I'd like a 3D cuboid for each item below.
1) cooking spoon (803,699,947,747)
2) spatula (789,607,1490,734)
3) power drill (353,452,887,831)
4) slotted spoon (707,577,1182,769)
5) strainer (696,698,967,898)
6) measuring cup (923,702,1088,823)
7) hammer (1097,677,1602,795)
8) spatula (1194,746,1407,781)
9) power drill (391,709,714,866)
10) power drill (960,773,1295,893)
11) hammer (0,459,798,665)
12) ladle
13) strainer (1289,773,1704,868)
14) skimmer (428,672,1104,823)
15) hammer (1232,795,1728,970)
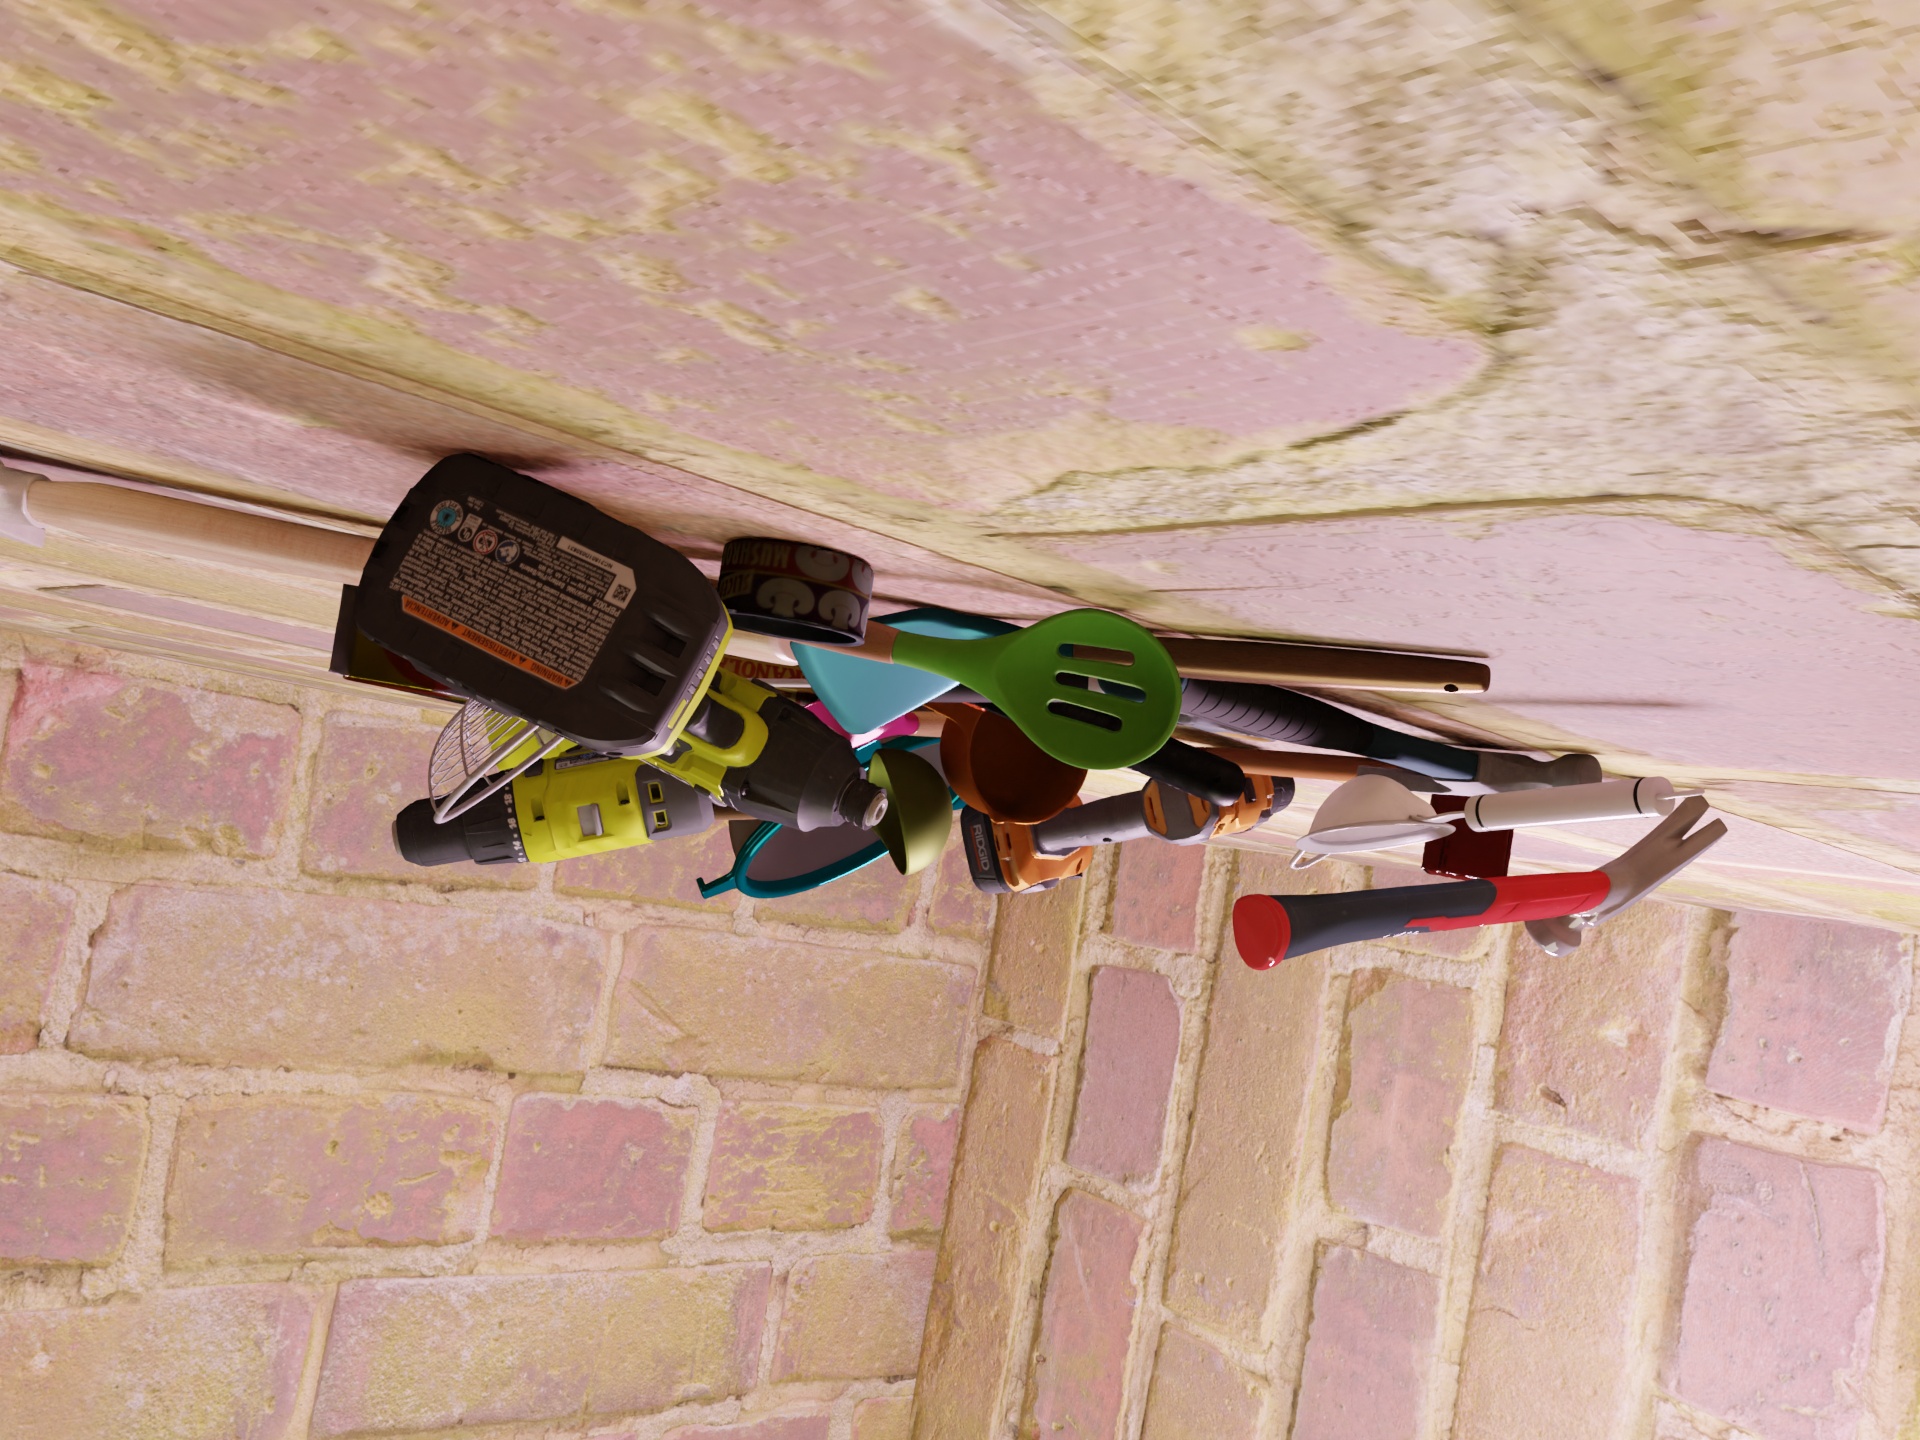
[{"bbox_3d":[-0.020,0.002,1.039,0.068,0.017,0.318,-34,162,25],"label":"cooking spoon"},{"bbox_3d":[0.076,-0.021,0.728,0.317,0.044,0.082,5,146,27],"label":"spatula"},{"bbox_3d":[-0.127,-0.015,0.656,0.171,0.080,0.223,25,172,17],"label":"power drill"},{"bbox_3d":[-0.052,-0.042,0.720,0.314,0.070,0.031,14,-169,13],"label":"slotted spoon"},{"bbox_3d":[-0.055,0.034,1.220,0.211,0.095,0.340,-42,160,28],"label":"strainer"},{"bbox_3d":[-0.002,-0.003,0.964,0.173,0.095,0.052,32,170,-25],"label":"measuring cup"},{"bbox_3d":[0.204,0.005,0.856,0.330,0.033,0.128,14,172,-39],"label":"hammer"},{"bbox_3d":[0.192,0.018,1.088,0.322,0.041,0.081,4,176,6],"label":"spatula"},{"bbox_3d":[-0.267,0.028,1.055,0.190,0.080,0.229,-10,-159,-9],"label":"power drill"},{"bbox_3d":[0.138,0.072,1.234,0.226,0.084,0.185,-16,174,34],"label":"power drill"},{"bbox_3d":[-0.282,-0.077,0.798,0.410,0.038,0.146,10,176,-11],"label":"hammer"},{"bbox_3d":[-0.133,0.059,1.037,0.320,0.078,0.062,-3,-169,38],"label":"ladle"},{"bbox_3d":[0.264,0.046,0.822,0.086,0.050,0.258,6,170,-32],"label":"strainer"},{"bbox_3d":[-0.103,0.009,0.857,0.363,0.090,0.127,0,-175,3],"label":"skimmer"},{"bbox_3d":[0.297,0.096,0.907,0.386,0.038,0.143,2,140,-42],"label":"hammer"}]
